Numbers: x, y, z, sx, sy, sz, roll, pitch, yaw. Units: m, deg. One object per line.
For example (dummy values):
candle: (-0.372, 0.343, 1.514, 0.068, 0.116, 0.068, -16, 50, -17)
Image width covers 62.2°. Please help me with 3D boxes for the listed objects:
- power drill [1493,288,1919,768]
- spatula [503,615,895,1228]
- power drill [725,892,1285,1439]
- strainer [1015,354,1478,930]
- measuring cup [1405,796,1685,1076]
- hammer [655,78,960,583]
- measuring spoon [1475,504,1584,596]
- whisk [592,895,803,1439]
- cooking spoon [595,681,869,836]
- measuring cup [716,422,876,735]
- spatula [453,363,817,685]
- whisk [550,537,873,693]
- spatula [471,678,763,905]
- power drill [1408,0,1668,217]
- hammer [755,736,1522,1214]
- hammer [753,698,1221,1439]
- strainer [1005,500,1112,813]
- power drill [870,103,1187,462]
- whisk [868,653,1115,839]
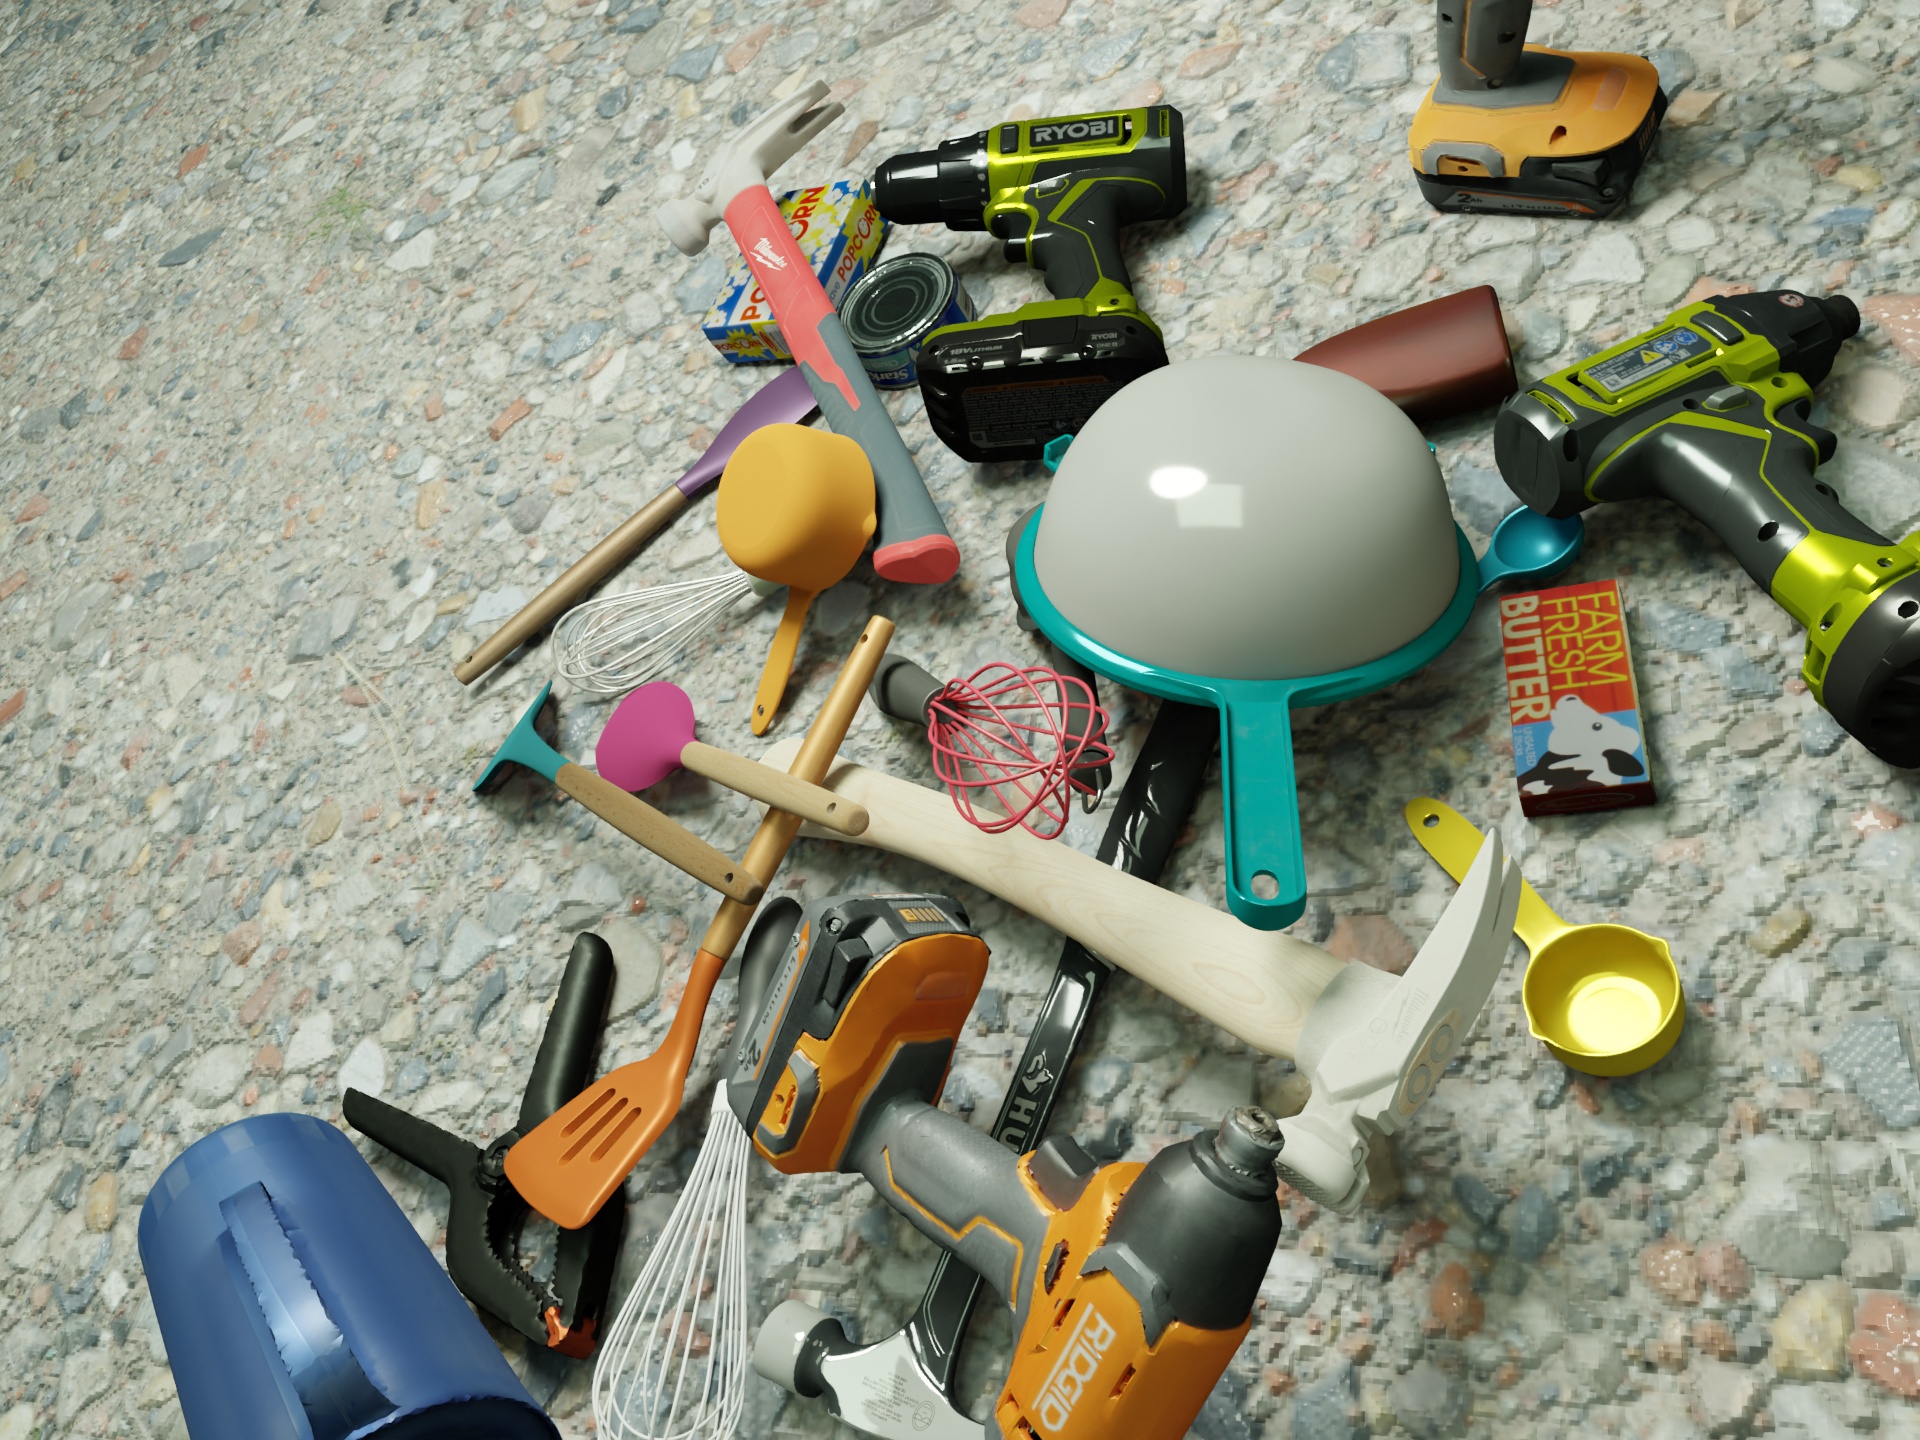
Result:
power drill: (0.357, -0.098, 0.652, 0.171, 0.080, 0.223, -25, 47, -7)
spatula: (-0.114, 0.088, 0.769, 0.081, 0.041, 0.323, 16, 76, 49)
power drill: (0.017, 0.159, 0.595, 0.227, 0.084, 0.164, 41, 113, 38)
strainer: (0.122, -0.065, 0.665, 0.211, 0.095, 0.341, 1, 39, 6)
measuring cup: (0.231, 0.083, 0.649, 0.062, 0.029, 0.157, -36, 38, 3)
hammer: (-0.072, -0.234, 0.948, 0.143, 0.038, 0.387, -36, 55, 14)
measuring spoon: (0.234, -0.053, 0.739, 0.128, 0.021, 0.042, -39, 37, 13)
whisk: (-0.111, 0.206, 0.729, 0.070, 0.070, 0.285, -8, 51, 24)
cooking spoon: (-0.127, 0.021, 0.812, 0.319, 0.017, 0.069, 15, 73, 57)
measuring cup: (-0.105, -0.077, 0.869, 0.095, 0.052, 0.173, 22, 98, 46)
spatula: (-0.199, -0.130, 1.016, 0.316, 0.018, 0.060, -42, 43, -4)
whisk: (-0.130, -0.081, 0.933, 0.246, 0.059, 0.058, -25, 24, 7)
spatula: (-0.189, 0.041, 0.850, 0.318, 0.044, 0.082, 23, 76, 47)
power drill: (0.286, -0.350, 0.762, 0.185, 0.226, 0.084, 16, 69, 35)
hammer: (0.040, 0.062, 0.704, 0.411, 0.038, 0.146, 20, 69, 48)
hammer: (0.056, 0.119, 0.708, 0.149, 0.036, 0.409, 12, 66, 32)
strainer: (0.051, -0.045, 0.764, 0.087, 0.050, 0.259, -48, 27, 29)
power drill: (0.036, -0.262, 0.921, 0.190, 0.080, 0.229, -3, 57, 10)
whisk: (-0.001, -0.002, 0.729, 0.073, 0.073, 0.296, -46, 18, -6)
